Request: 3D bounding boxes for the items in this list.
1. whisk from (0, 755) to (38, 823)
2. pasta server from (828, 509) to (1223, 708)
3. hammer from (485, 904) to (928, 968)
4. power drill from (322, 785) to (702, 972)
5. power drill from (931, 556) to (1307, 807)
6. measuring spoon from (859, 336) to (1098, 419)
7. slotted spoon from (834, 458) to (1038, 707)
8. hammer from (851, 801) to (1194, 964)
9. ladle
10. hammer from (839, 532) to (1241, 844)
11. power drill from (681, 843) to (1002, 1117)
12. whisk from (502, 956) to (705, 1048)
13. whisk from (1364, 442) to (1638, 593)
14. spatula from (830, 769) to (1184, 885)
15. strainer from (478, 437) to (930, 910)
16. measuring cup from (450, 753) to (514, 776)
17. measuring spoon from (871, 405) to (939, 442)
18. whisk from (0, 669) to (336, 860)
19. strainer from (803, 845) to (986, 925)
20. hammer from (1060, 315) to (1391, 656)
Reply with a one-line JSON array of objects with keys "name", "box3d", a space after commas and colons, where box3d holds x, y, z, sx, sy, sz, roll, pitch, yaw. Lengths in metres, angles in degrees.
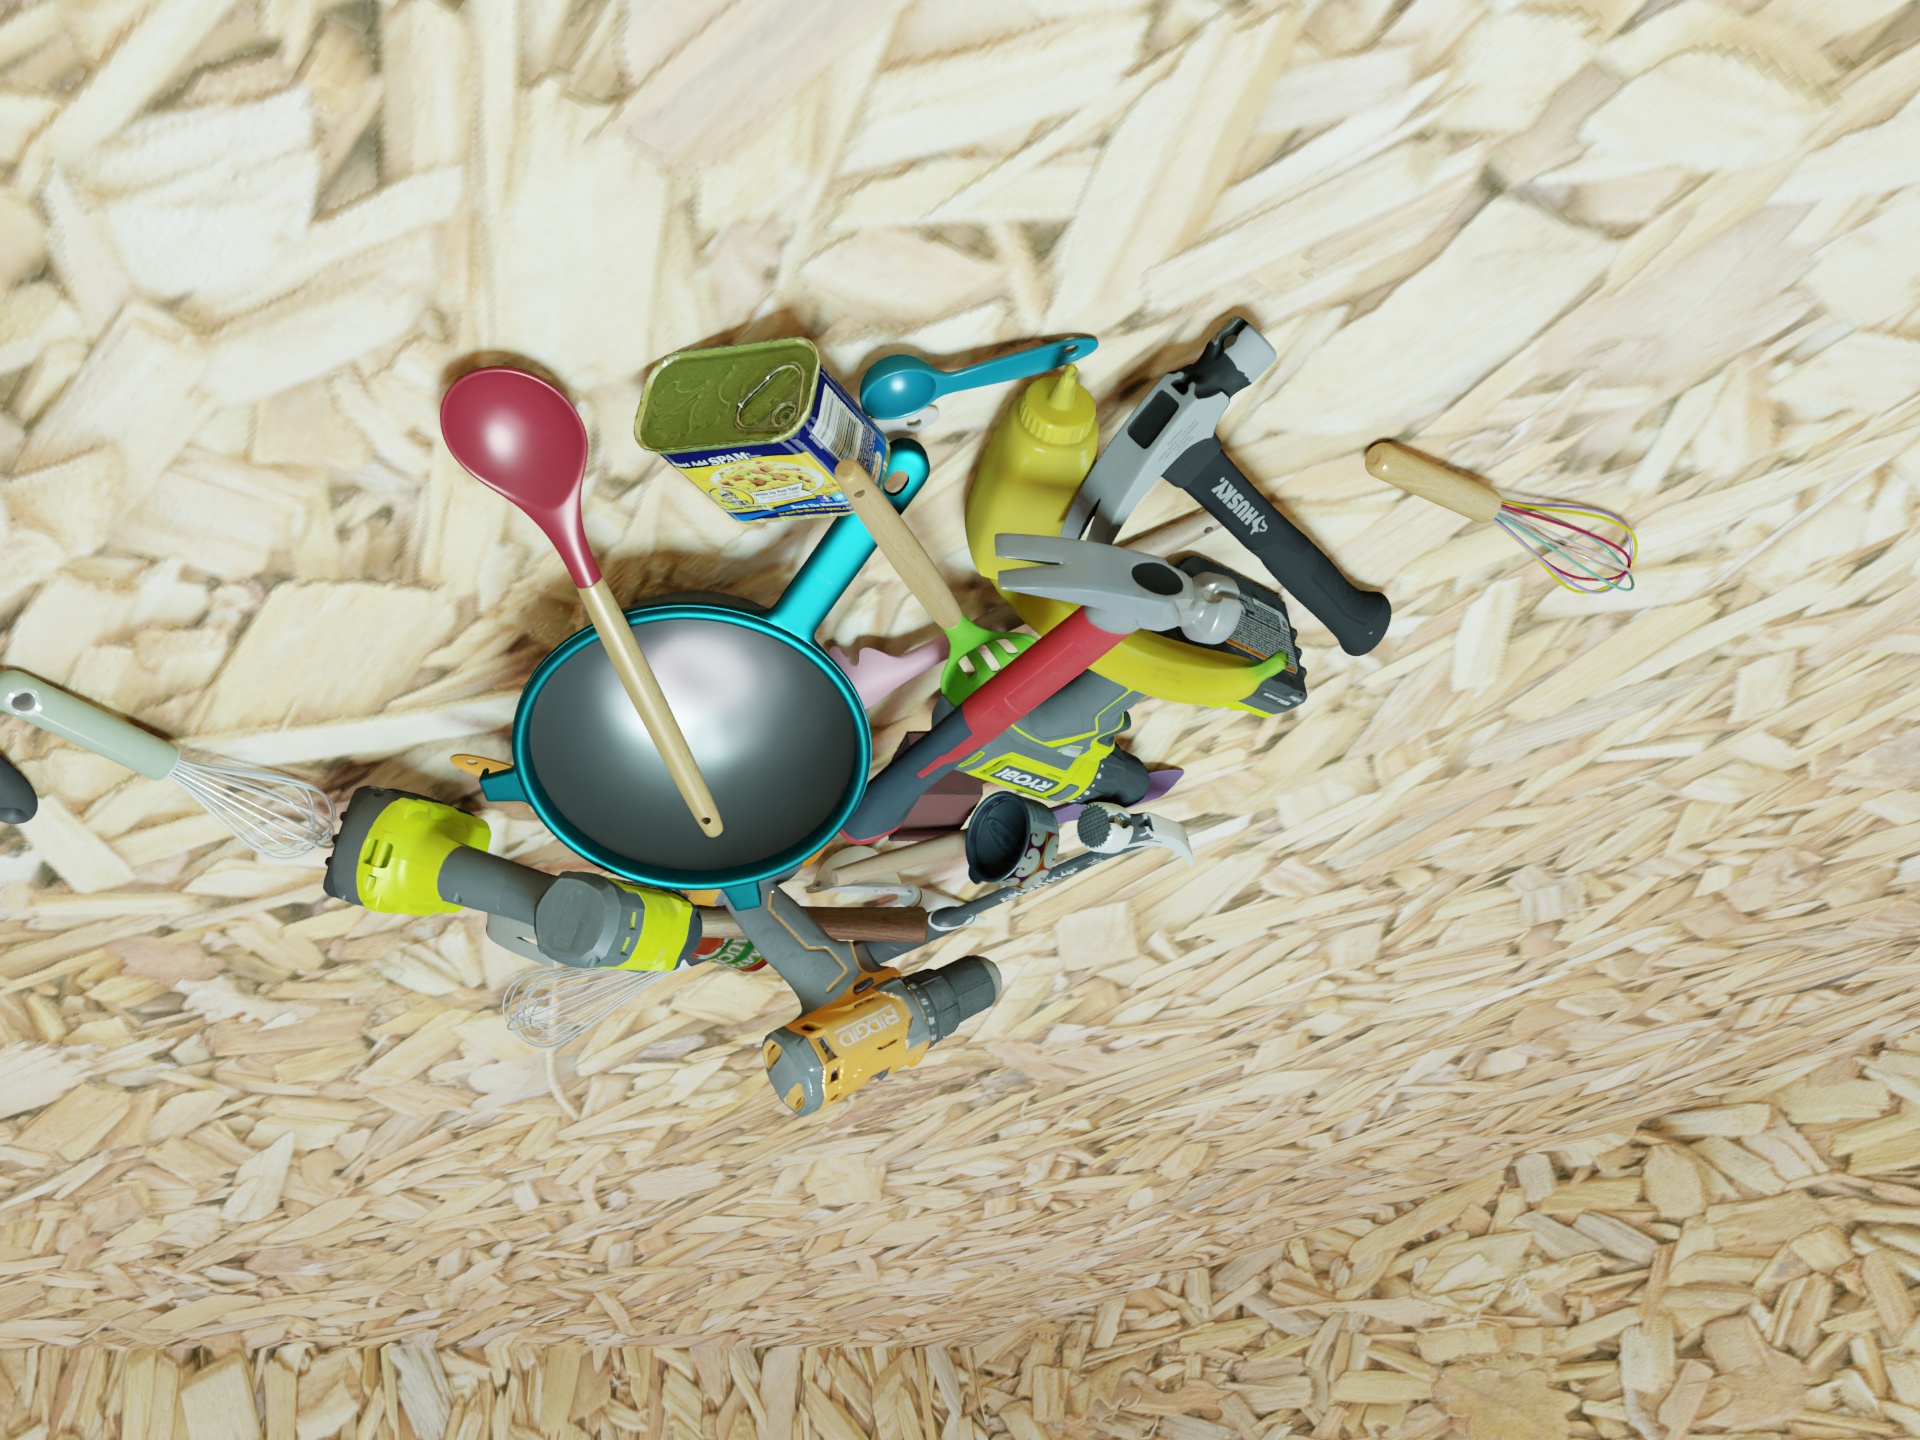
[{"name": "whisk", "box3d": [-0.593, 0.000, 0.921, 0.073, 0.073, 0.295, -2, 156, -13]}, {"name": "pasta server", "box3d": [0.021, -0.068, 1.010, 0.316, 0.040, 0.060, -25, 147, 17]}, {"name": "hammer", "box3d": [-0.190, 0.152, 1.204, 0.331, 0.031, 0.130, 2, -169, -7]}, {"name": "power drill", "box3d": [-0.290, 0.114, 1.063, 0.223, 0.080, 0.171, 15, 174, 17]}, {"name": "power drill", "box3d": [0.119, -0.009, 1.088, 0.190, 0.080, 0.228, 20, 142, -39]}, {"name": "measuring spoon", "box3d": [0.008, -0.185, 0.820, 0.128, 0.021, 0.042, -16, 159, -8]}, {"name": "slotted spoon", "box3d": [-0.011, -0.070, 0.893, 0.070, 0.031, 0.313, -27, 156, 6]}, {"name": "hammer", "box3d": [0.007, 0.154, 1.295, 0.409, 0.036, 0.149, -27, 155, 35]}, {"name": "ladle", "box3d": [-0.190, -0.054, 0.863, 0.069, 0.031, 0.315, -14, 125, 8]}, {"name": "hammer", "box3d": [-0.002, -0.003, 0.967, 0.143, 0.038, 0.386, 9, 154, -27]}, {"name": "power drill", "box3d": [-0.088, 0.149, 1.144, 0.185, 0.226, 0.084, -20, 158, -32]}, {"name": "whisk", "box3d": [-0.273, 0.216, 1.384, 0.284, 0.070, 0.070, -22, 148, 10]}, {"name": "whisk", "box3d": [0.342, -0.123, 0.991, 0.244, 0.051, 0.047, 15, 148, -31]}, {"name": "spatula", "box3d": [0.043, 0.078, 1.191, 0.316, 0.018, 0.059, -13, 154, -31]}, {"name": "strainer", "box3d": [-0.125, -0.048, 0.949, 0.210, 0.095, 0.340, 28, 117, -23]}, {"name": "measuring cup", "box3d": [-0.258, 0.027, 1.066, 0.173, 0.052, 0.095, 19, 140, -37]}, {"name": "measuring spoon", "box3d": [-0.068, -0.142, 0.862, 0.124, 0.018, 0.034, -18, 149, 13]}, {"name": "whisk", "box3d": [-0.498, 0.030, 1.011, 0.058, 0.059, 0.246, -52, 139, -2]}, {"name": "strainer", "box3d": [-0.048, 0.144, 1.336, 0.087, 0.050, 0.258, -6, 161, 31]}, {"name": "hammer", "box3d": [0.184, -0.104, 0.953, 0.146, 0.035, 0.334, -46, 144, 11]}]
